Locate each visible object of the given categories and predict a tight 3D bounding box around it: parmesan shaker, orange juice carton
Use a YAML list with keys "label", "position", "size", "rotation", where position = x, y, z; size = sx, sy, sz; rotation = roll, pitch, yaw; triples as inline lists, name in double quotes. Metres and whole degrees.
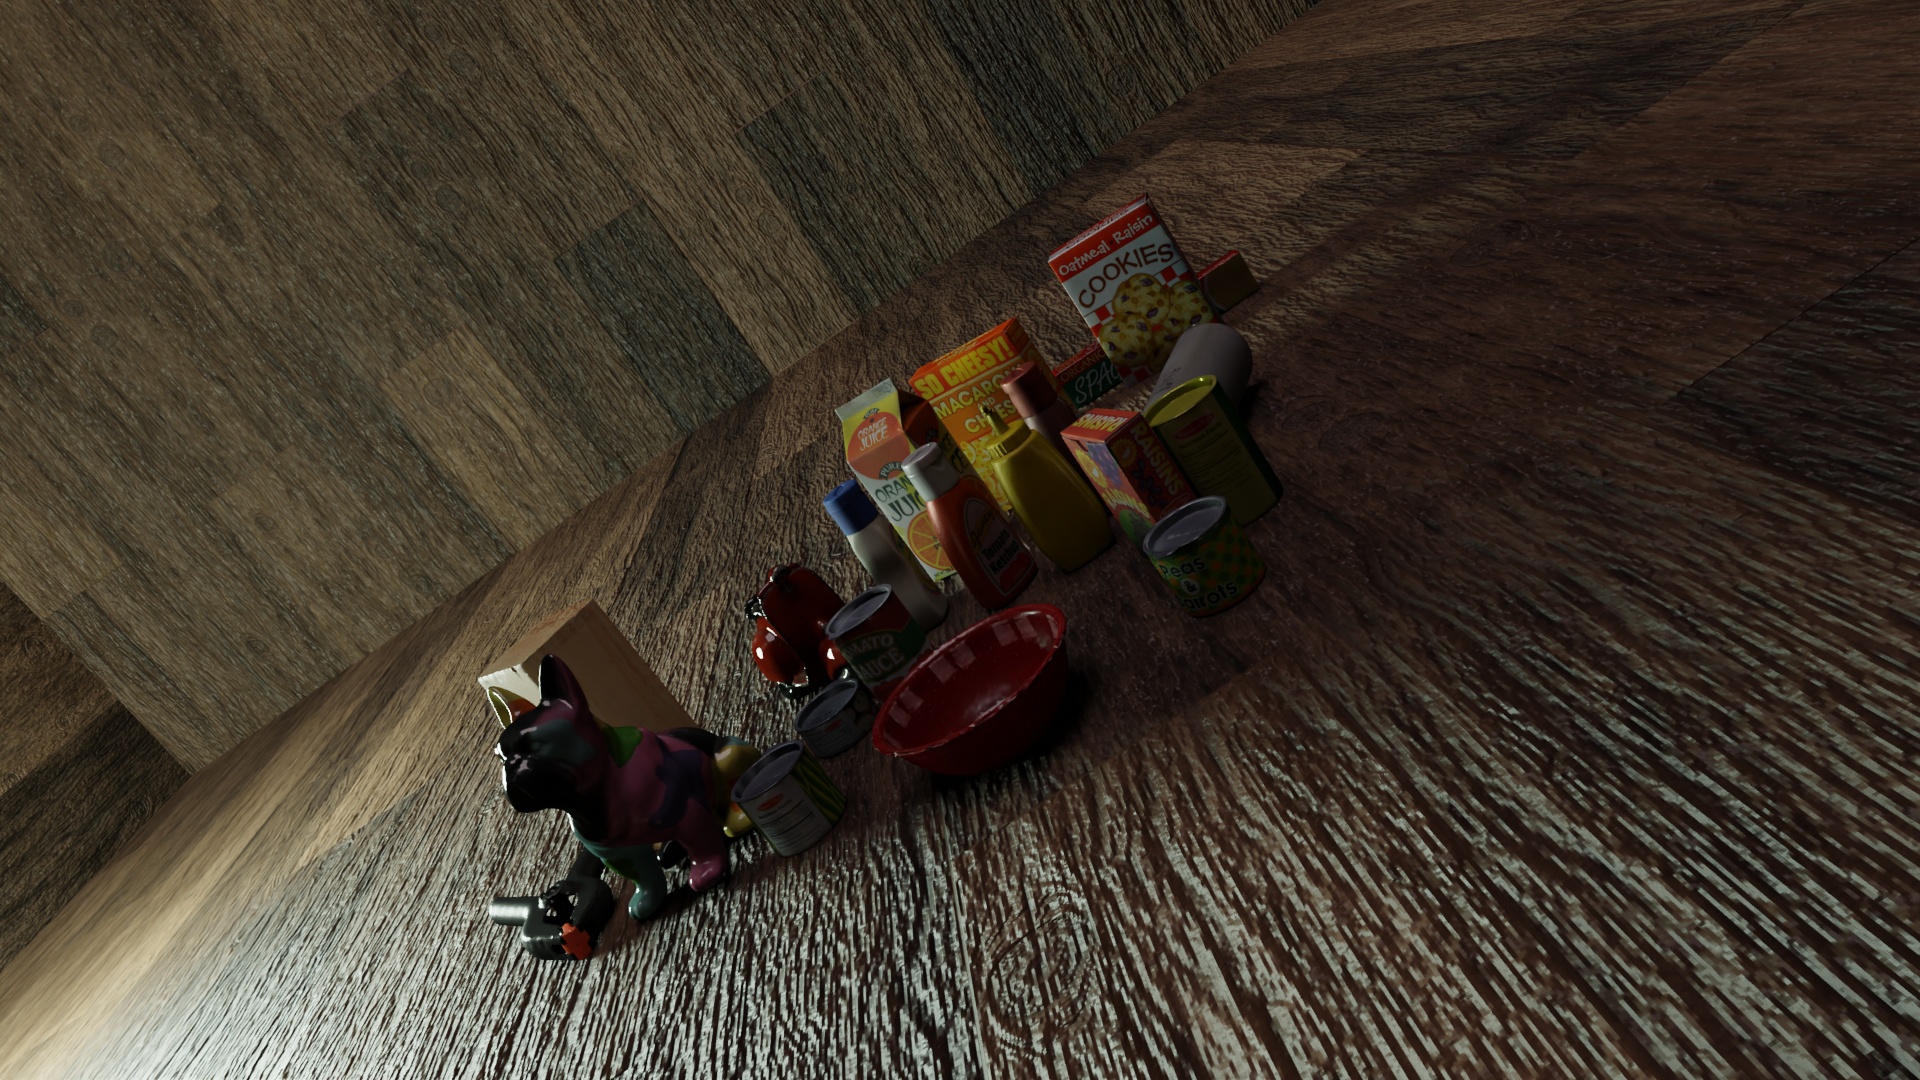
- label: "parmesan shaker"
  position: [0.189, -0.064, 1.056]
  size: [0.071, 0.103, 0.071]
  rotation: [-32, 17, 11]
- label: "orange juice carton"
  position: [-0.040, -0.063, 1.329]
  size: [0.071, 0.192, 0.073]
  rotation: [-25, 19, 30]

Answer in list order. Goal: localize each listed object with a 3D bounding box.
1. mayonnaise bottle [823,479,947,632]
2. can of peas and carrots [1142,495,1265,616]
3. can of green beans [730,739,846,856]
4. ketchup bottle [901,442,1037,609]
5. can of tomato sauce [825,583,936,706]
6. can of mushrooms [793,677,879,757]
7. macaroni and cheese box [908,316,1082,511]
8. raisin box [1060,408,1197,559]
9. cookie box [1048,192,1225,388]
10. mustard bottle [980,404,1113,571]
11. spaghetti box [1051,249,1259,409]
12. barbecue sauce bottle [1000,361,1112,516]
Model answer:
- label: "mayonnaise bottle"
  position: [-0.067, 0.013, 1.253]
  size: [0.041, 0.148, 0.065]
  rotation: [-32, 17, 10]
- label: "can of peas and carrots"
  position: [0.169, 0.012, 0.964]
  size: [0.071, 0.058, 0.071]
  rotation: [-32, 17, 11]
- label: "can of green beans"
  position: [-0.128, 0.193, 1.039]
  size: [0.071, 0.057, 0.071]
  rotation: [-32, 17, 11]
- label: "ketchup bottle"
  position: [0.004, -0.015, 1.193]
  size: [0.043, 0.148, 0.065]
  rotation: [-15, 26, 50]
- label: "can of tomato sauce"
  position: [-0.062, 0.090, 1.149]
  size: [0.071, 0.083, 0.071]
  rotation: [-32, 17, 11]
- label: "can of mushrooms"
  position: [-0.102, 0.147, 1.157]
  size: [0.071, 0.033, 0.071]
  rotation: [-32, 17, 11]
- label: "macaroni and cheese box"
  position: [0.046, -0.122, 1.372]
  size: [0.123, 0.166, 0.040]
  rotation: [-24, 20, 32]
- label: "raisin box"
  position: [0.136, -0.040, 1.055]
  size: [0.040, 0.123, 0.086]
  rotation: [-38, 17, -9]
- label: "cookie box"
  position: [0.189, -0.267, 1.489]
  size: [0.122, 0.167, 0.040]
  rotation: [-29, 18, 19]
- label: "mustard bottle"
  position: [0.064, -0.051, 1.158]
  size: [0.065, 0.160, 0.049]
  rotation: [-35, 17, 2]
- label: "spaghetti box"
  position: [0.216, -0.234, 1.553]
  size: [0.250, 0.050, 0.029]
  rotation: [-34, 17, 4]
- label: "barbecue sauce bottle"
  position: [0.091, -0.089, 1.230]
  size: [0.043, 0.148, 0.065]
  rotation: [-34, 17, 5]
